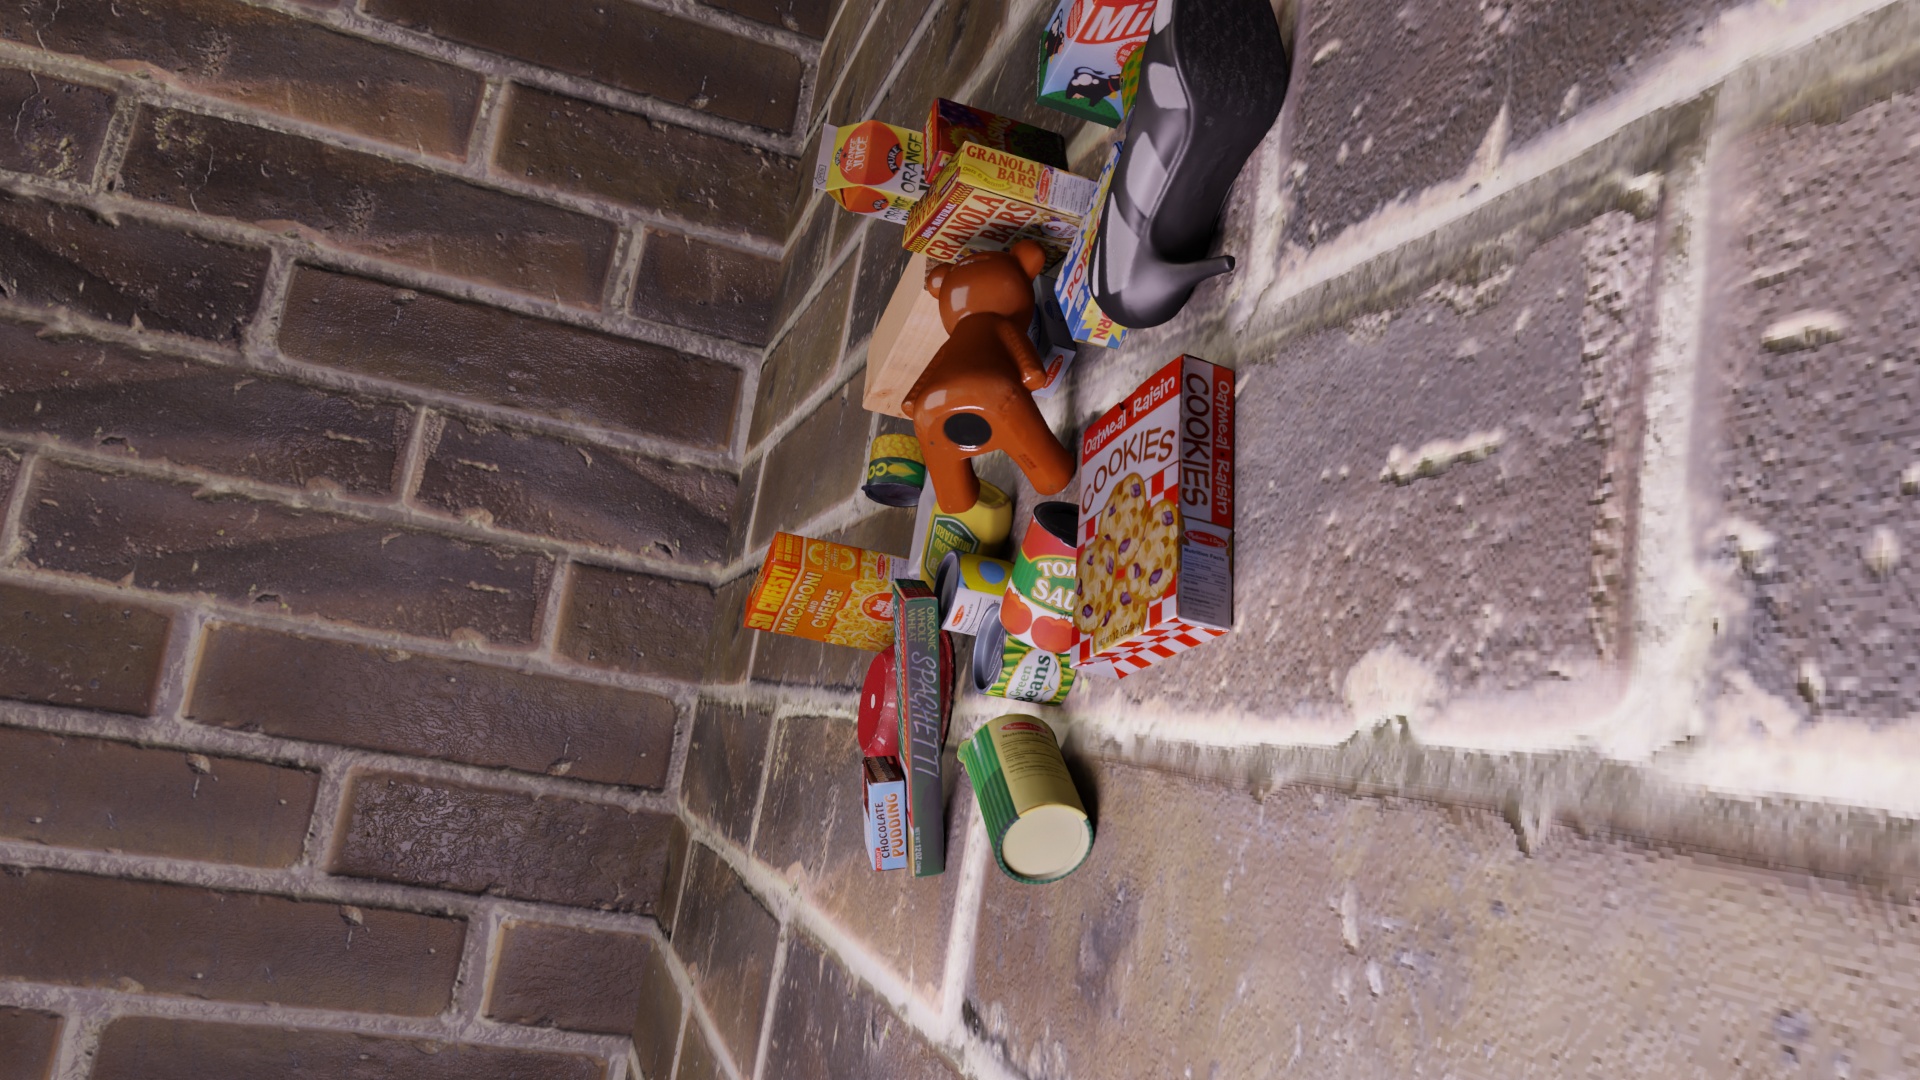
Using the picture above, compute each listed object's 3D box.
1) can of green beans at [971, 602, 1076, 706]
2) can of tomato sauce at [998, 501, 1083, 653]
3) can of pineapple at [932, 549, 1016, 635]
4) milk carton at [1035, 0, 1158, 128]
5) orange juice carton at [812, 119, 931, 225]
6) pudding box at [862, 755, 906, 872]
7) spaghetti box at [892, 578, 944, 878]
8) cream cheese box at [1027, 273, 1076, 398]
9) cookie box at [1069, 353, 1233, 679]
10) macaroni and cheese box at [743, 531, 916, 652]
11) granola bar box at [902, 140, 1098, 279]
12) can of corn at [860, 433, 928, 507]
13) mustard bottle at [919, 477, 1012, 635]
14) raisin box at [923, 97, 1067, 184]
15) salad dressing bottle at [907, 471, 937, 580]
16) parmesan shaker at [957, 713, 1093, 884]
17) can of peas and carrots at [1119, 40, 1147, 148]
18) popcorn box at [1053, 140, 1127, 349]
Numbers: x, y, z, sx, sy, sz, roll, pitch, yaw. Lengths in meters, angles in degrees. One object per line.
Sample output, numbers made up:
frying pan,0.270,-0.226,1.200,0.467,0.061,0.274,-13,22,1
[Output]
can of green beans,0.046,0.082,0.992,0.071,0.058,0.071,-167,89,-74
can of tomato sauce,0.069,0.026,0.941,0.071,0.071,0.082,-108,33,-60
can of pineapple,0.013,0.043,1.130,0.071,0.058,0.071,-167,89,-74
milk carton,0.126,-0.405,1.044,0.189,0.073,0.072,131,147,-59
orange juice carton,-0.049,-0.362,1.390,0.073,0.193,0.072,156,123,-71
pudding box,-0.064,0.228,1.163,0.050,0.030,0.083,-125,33,-70
spaghetti box,-0.034,0.155,1.142,0.050,0.029,0.249,-131,38,-69
cream cheese box,0.069,-0.170,1.154,0.104,0.024,0.053,-96,25,-46
cookie box,0.115,-0.013,0.842,0.122,0.040,0.168,142,138,-59
macaroni and cheese box,-0.118,0.055,1.370,0.123,0.166,0.040,121,156,-49
granola bar box,0.033,-0.271,1.172,0.165,0.124,0.039,158,124,-71
can of corn,-0.067,-0.074,1.464,0.071,0.071,0.058,138,142,-64
mustard bottle,-0.003,0.024,1.193,0.049,0.065,0.159,-27,-40,-52
raisin box,0.031,-0.339,1.229,0.039,0.123,0.086,118,158,-45
salad dressing bottle,-0.017,-0.035,1.320,0.064,0.044,0.148,145,136,-70
parmesan shaker,0.041,0.170,0.920,0.103,0.071,0.071,-111,37,-62
can of peas and carrots,0.139,-0.292,0.927,0.070,0.071,0.059,120,157,-47
popcorn box,0.114,-0.215,1.012,0.085,0.038,0.126,-102,29,-52
